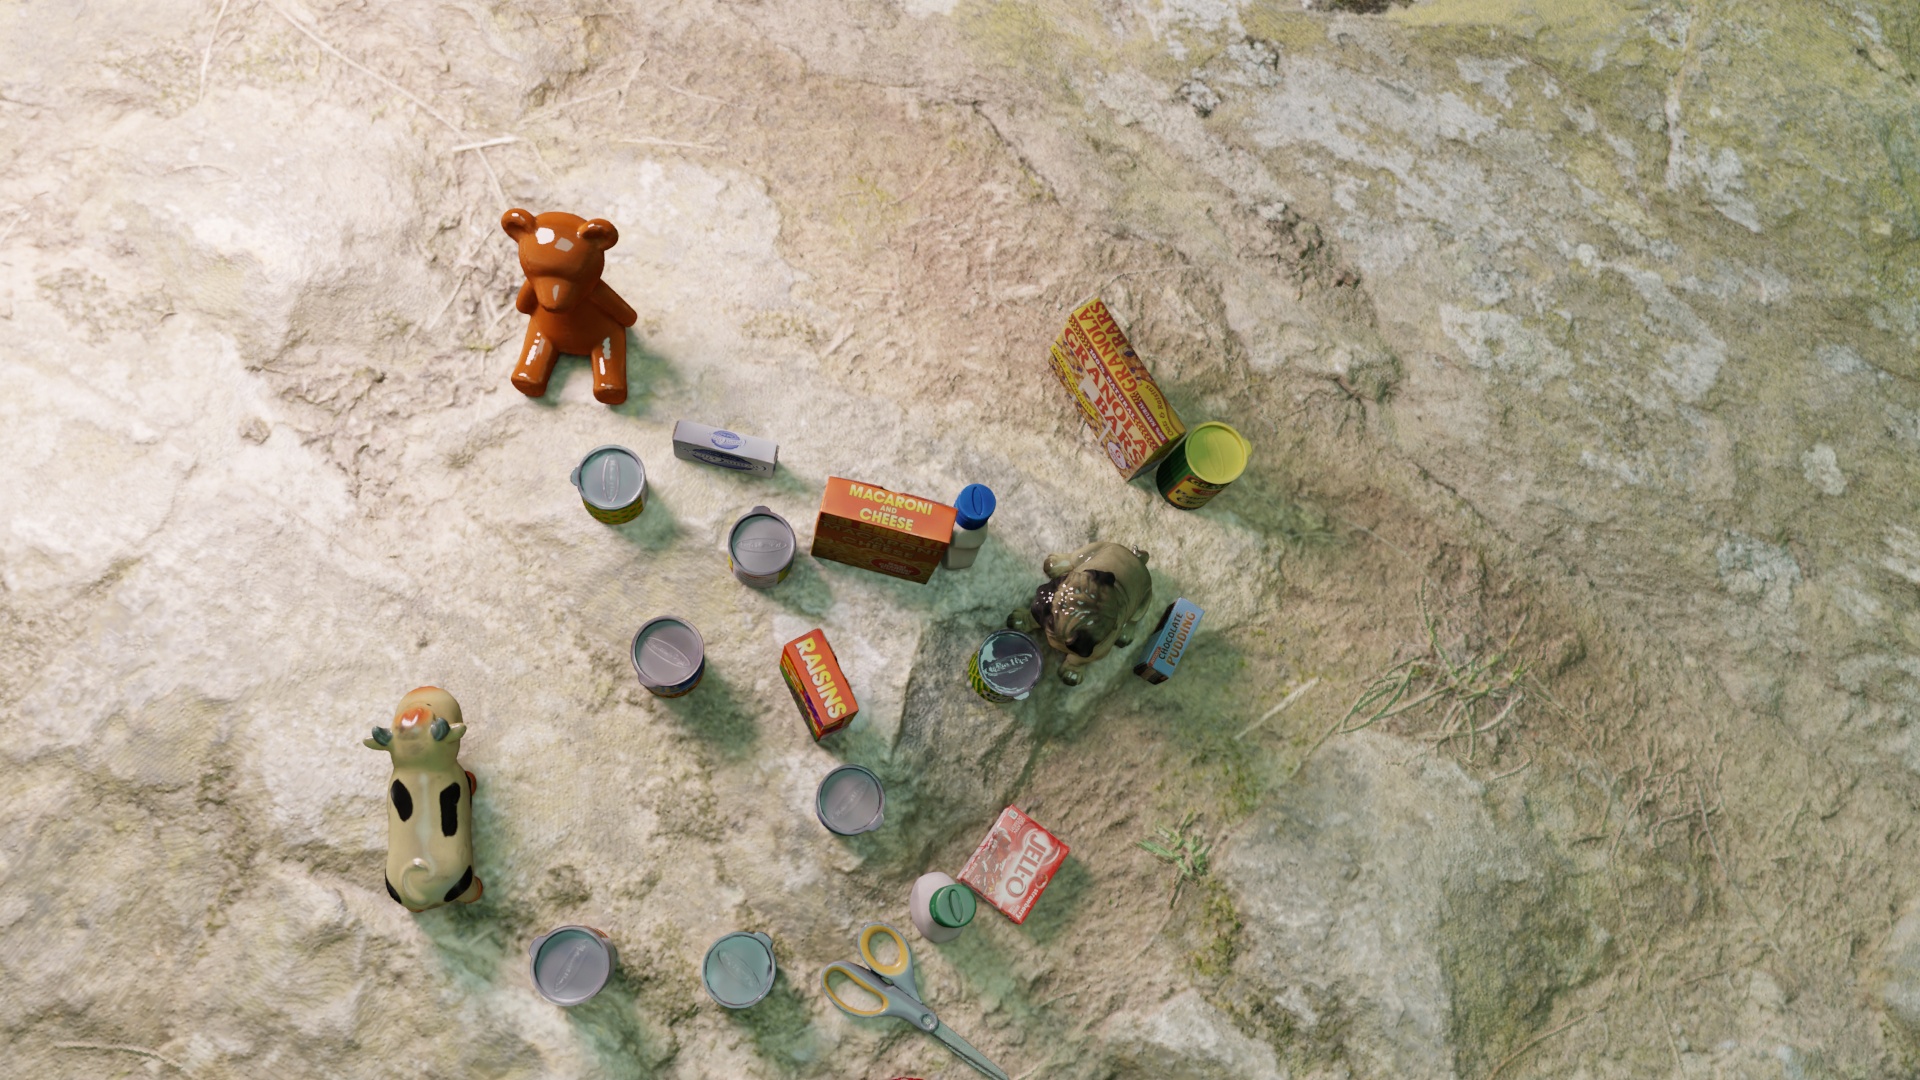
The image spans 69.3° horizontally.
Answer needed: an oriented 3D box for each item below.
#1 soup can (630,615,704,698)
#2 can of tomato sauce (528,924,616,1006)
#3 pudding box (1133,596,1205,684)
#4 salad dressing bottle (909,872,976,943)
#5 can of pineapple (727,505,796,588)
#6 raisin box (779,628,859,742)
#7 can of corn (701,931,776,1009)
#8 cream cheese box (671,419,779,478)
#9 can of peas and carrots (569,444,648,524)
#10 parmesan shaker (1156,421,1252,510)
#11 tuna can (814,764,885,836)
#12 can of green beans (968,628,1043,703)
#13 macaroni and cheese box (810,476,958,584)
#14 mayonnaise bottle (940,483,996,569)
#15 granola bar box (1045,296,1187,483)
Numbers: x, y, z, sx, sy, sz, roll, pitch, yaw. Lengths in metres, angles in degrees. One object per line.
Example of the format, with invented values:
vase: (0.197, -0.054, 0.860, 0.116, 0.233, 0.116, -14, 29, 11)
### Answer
soup can: (-0.277, 0.113, 1.310, 0.071, 0.083, 0.071, 2, 74, -9)
can of tomato sauce: (-0.342, 0.373, 1.226, 0.071, 0.083, 0.071, 2, 74, -9)
pudding box: (0.212, 0.102, 1.413, 0.030, 0.049, 0.084, 31, 72, 0)
salad dressing bottle: (-0.015, 0.332, 1.258, 0.044, 0.147, 0.064, -11, 77, -12)
can of pineapple: (-0.195, 0.008, 1.367, 0.071, 0.057, 0.071, 2, 74, -9)
raisin box: (-0.134, 0.138, 1.306, 0.040, 0.123, 0.086, -24, 80, -15)
can of corn: (-0.199, 0.386, 1.259, 0.071, 0.058, 0.071, 2, 74, -9)
cream cheese box: (-0.235, -0.091, 1.391, 0.104, 0.053, 0.024, 13, 73, -6)
can of peas and carrots: (-0.343, -0.054, 1.359, 0.071, 0.058, 0.071, 2, 74, -9)
parmesan shaker: (0.252, -0.076, 1.441, 0.071, 0.102, 0.071, 2, 74, -9)
tuna can: (-0.104, 0.250, 1.327, 0.071, 0.032, 0.071, 2, 74, -9)
can of green beans: (0.044, 0.125, 1.374, 0.071, 0.057, 0.071, 2, 74, -9)
macaroni and cheese box: (-0.077, -0.008, 1.334, 0.124, 0.166, 0.040, 14, 73, -5)
mayonnaise bottle: (0.005, -0.017, 1.360, 0.041, 0.147, 0.065, -4, 76, -10)
granola bar box: (0.157, -0.152, 1.436, 0.039, 0.124, 0.165, -29, 81, -15)
